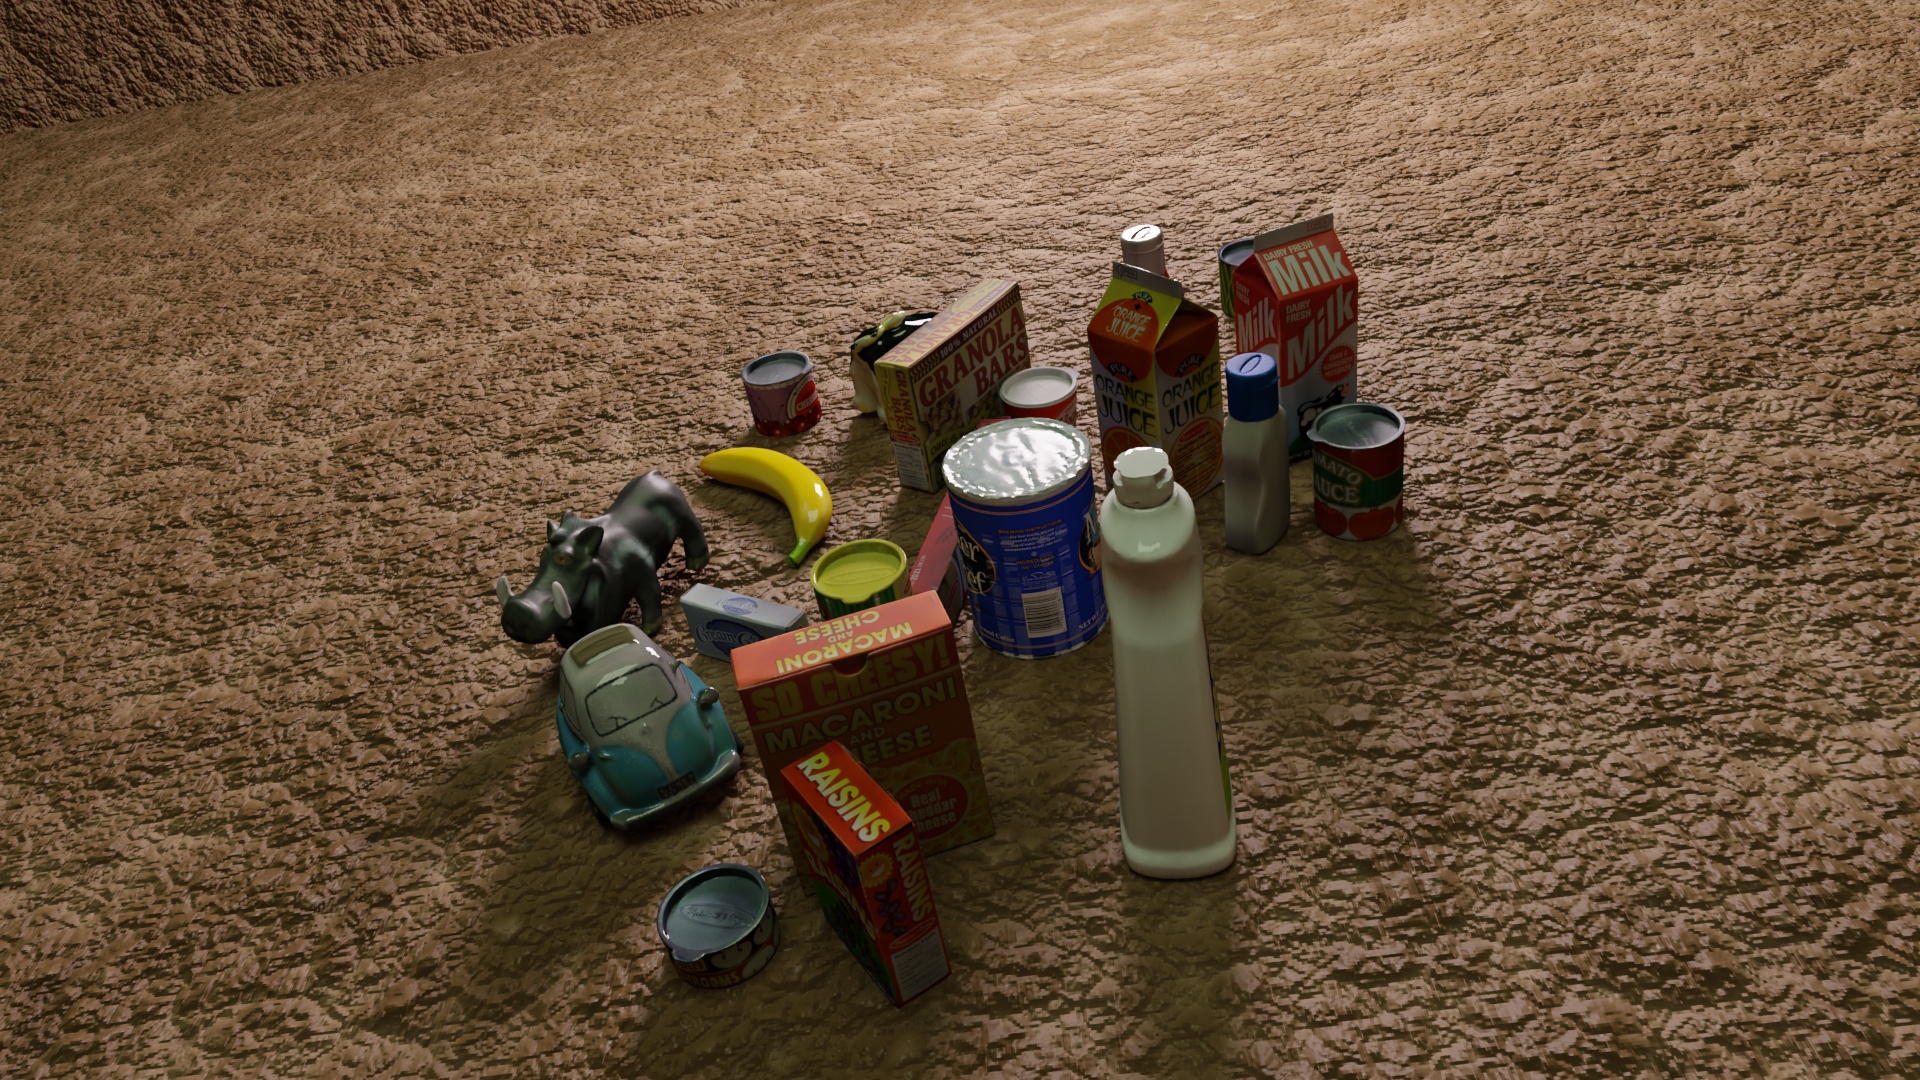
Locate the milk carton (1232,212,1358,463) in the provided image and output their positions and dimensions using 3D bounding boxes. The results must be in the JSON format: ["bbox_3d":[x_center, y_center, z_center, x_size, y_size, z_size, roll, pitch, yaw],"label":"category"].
[{"bbox_3d":[0.269,-0.165,1.114,0.072,0.189,0.074,-19,35,-12],"label":"milk carton"}]

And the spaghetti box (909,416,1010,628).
[{"bbox_3d":[0.004,-0.014,1.093,0.028,0.050,0.251,1,36,17],"label":"spaghetti box"}]

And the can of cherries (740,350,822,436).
[{"bbox_3d":[-0.167,-0.139,1.314,0.071,0.058,0.072,-7,34,5],"label":"can of cherries"}]

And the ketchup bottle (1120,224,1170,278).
[{"bbox_3d":[0.168,-0.205,1.237,0.043,0.148,0.065,15,42,33],"label":"ketchup bottle"}]

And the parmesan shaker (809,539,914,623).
[{"bbox_3d":[-0.061,0.061,0.956,0.071,0.102,0.072,-8,34,5],"label":"parmesan shaker"}]

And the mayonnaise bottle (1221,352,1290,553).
[{"bbox_3d":[0.217,-0.065,1.022,0.041,0.147,0.065,14,42,33],"label":"mayonnaise bottle"}]

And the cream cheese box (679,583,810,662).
[{"bbox_3d":[-0.155,0.067,1.017,0.104,0.053,0.024,12,40,30],"label":"cream cheese box"}]

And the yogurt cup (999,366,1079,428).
[{"bbox_3d":[0.071,-0.113,1.215,0.072,0.053,0.073,-7,34,5],"label":"yogurt cup"}]

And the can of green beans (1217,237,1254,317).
[{"bbox_3d":[0.286,-0.256,1.358,0.071,0.057,0.071,-7,34,5],"label":"can of green beans"}]

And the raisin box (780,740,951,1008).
[{"bbox_3d":[-0.051,0.182,0.761,0.040,0.122,0.086,-27,37,-22],"label":"raisin box"}]

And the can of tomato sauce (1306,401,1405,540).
[{"bbox_3d":[0.295,-0.051,1.036,0.071,0.082,0.071,-8,34,5],"label":"can of tomato sauce"}]

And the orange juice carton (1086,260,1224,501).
[{"bbox_3d":[0.153,-0.123,1.083,0.073,0.191,0.072,-31,39,-27],"label":"orange juice carton"}]

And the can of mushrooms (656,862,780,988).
[{"bbox_3d":[-0.141,0.224,0.804,0.071,0.033,0.071,-7,34,5],"label":"can of mushrooms"}]

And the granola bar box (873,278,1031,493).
[{"bbox_3d":[0.000,-0.136,1.206,0.039,0.123,0.166,15,42,33],"label":"granola bar box"}]

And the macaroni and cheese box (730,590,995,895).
[{"bbox_3d":[-0.053,0.121,0.811,0.124,0.165,0.040,-17,34,-8],"label":"macaroni and cheese box"}]
